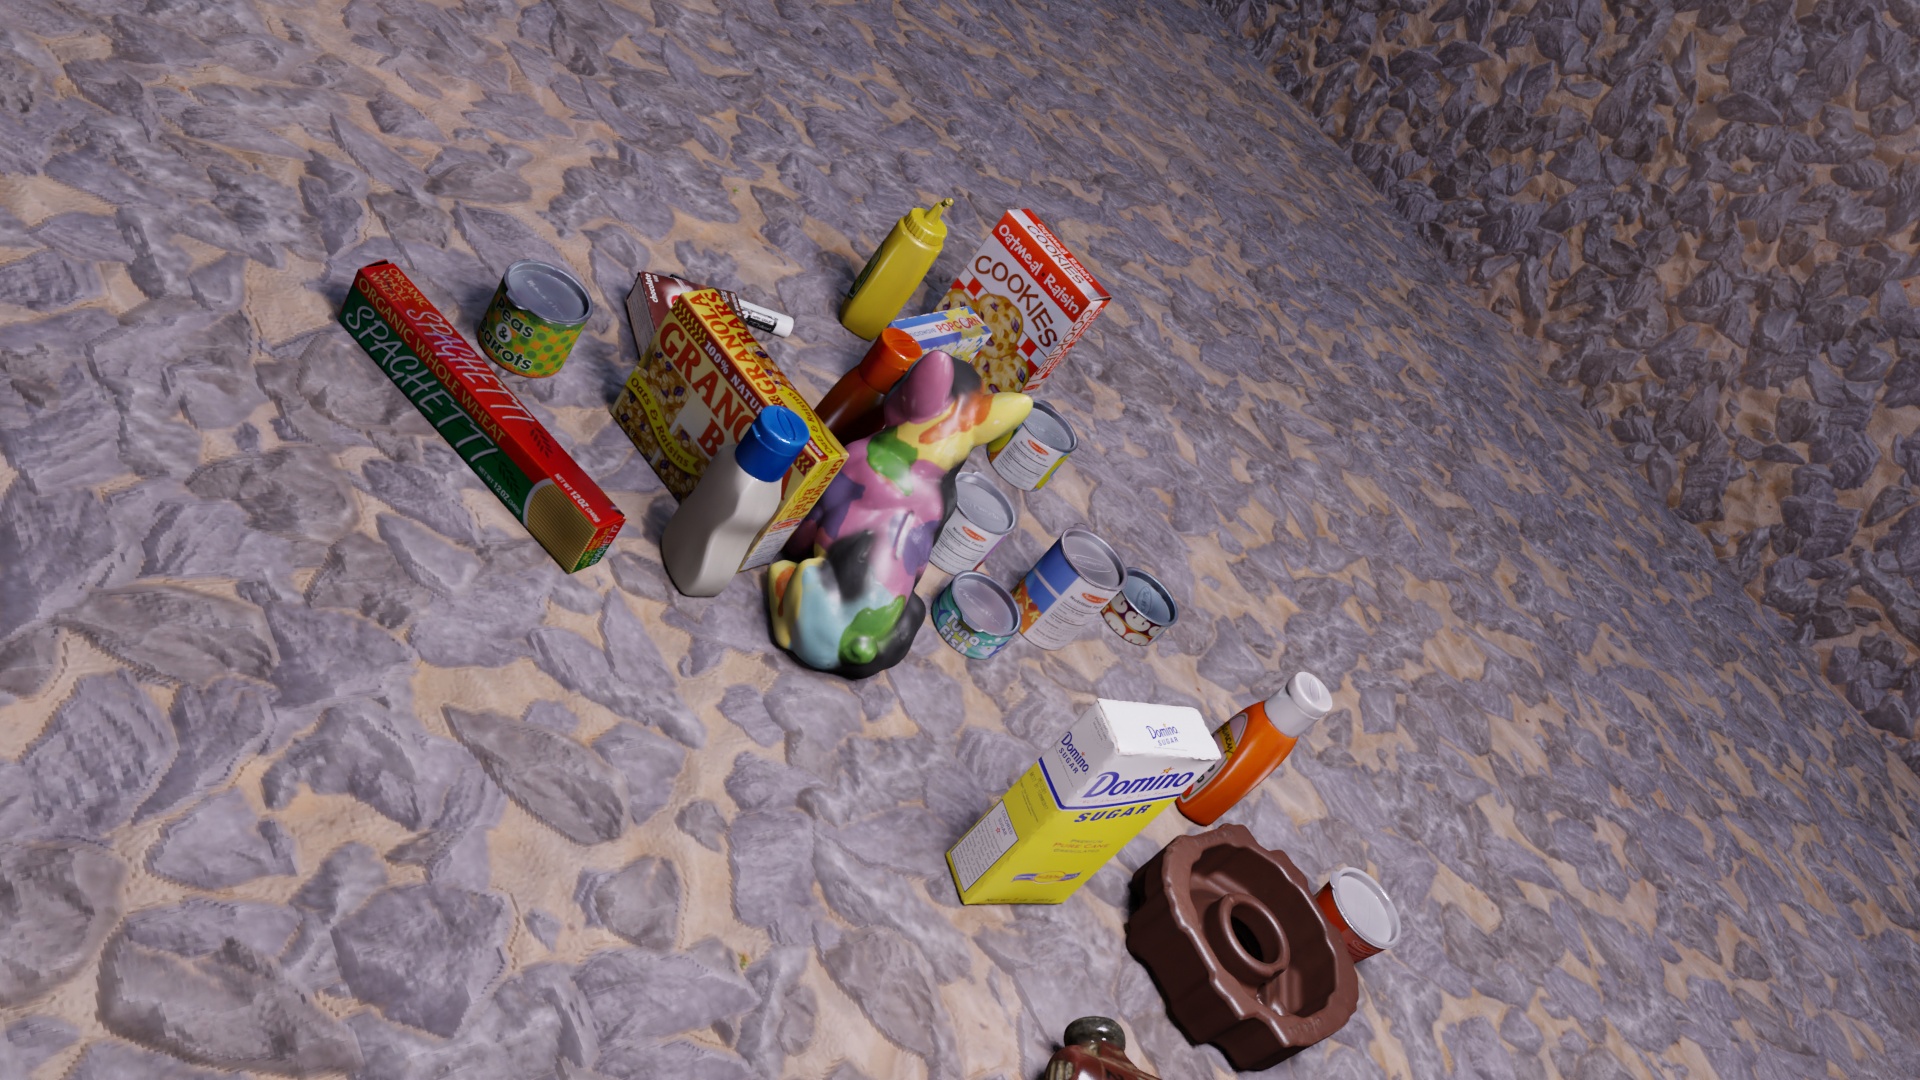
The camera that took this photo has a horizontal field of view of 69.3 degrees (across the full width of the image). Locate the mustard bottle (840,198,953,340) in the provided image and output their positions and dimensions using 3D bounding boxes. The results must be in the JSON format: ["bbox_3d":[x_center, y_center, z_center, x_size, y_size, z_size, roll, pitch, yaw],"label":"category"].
[{"bbox_3d":[-0.054,-0.258,1.280,0.049,0.159,0.066,29,35,-17],"label":"mustard bottle"}]

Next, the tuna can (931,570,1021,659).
[{"bbox_3d":[0.012,0.060,1.094,0.071,0.032,0.071,26,36,-21],"label":"tuna can"}]

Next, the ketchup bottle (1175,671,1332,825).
[{"bbox_3d":[0.227,0.160,1.084,0.043,0.148,0.065,31,35,-14],"label":"ketchup bottle"}]

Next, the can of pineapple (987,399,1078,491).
[{"bbox_3d":[0.067,-0.089,1.296,0.071,0.057,0.071,26,36,-21],"label":"can of pineapple"}]

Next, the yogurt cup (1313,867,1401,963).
[{"bbox_3d":[0.300,0.297,1.082,0.072,0.053,0.073,26,36,-21],"label":"yogurt cup"}]

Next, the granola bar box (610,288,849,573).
[{"bbox_3d":[-0.169,-0.078,0.996,0.166,0.123,0.039,50,35,15],"label":"granola bar box"}]

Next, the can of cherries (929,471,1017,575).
[{"bbox_3d":[0.004,-0.014,1.149,0.071,0.058,0.072,26,36,-21],"label":"can of cherries"}]

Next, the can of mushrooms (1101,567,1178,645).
[{"bbox_3d":[0.156,0.057,1.236,0.071,0.033,0.071,26,36,-21],"label":"can of mushrooms"}]

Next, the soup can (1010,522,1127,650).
[{"bbox_3d":[0.086,0.038,1.145,0.071,0.083,0.072,26,36,-21],"label":"soup can"}]

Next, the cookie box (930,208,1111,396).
[{"bbox_3d":[0.048,-0.212,1.320,0.123,0.166,0.040,50,35,14],"label":"cookie box"}]

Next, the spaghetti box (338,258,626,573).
[{"bbox_3d":[-0.321,-0.084,0.923,0.250,0.050,0.029,46,34,9],"label":"spaghetti box"}]

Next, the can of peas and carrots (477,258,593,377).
[{"bbox_3d":[-0.311,-0.160,1.011,0.071,0.058,0.071,26,36,-21],"label":"can of peas and carrots"}]

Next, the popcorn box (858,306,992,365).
[{"bbox_3d":[-0.038,-0.164,1.256,0.038,0.085,0.127,49,35,12],"label":"popcorn box"}]

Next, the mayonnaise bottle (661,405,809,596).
[{"bbox_3d":[-0.151,-0.028,0.934,0.041,0.147,0.065,5,47,-41],"label":"mayonnaise bottle"}]

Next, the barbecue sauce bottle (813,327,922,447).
[{"bbox_3d":[-0.082,-0.101,1.084,0.065,0.148,0.044,-7,56,-48],"label":"barbecue sauce bottle"}]
